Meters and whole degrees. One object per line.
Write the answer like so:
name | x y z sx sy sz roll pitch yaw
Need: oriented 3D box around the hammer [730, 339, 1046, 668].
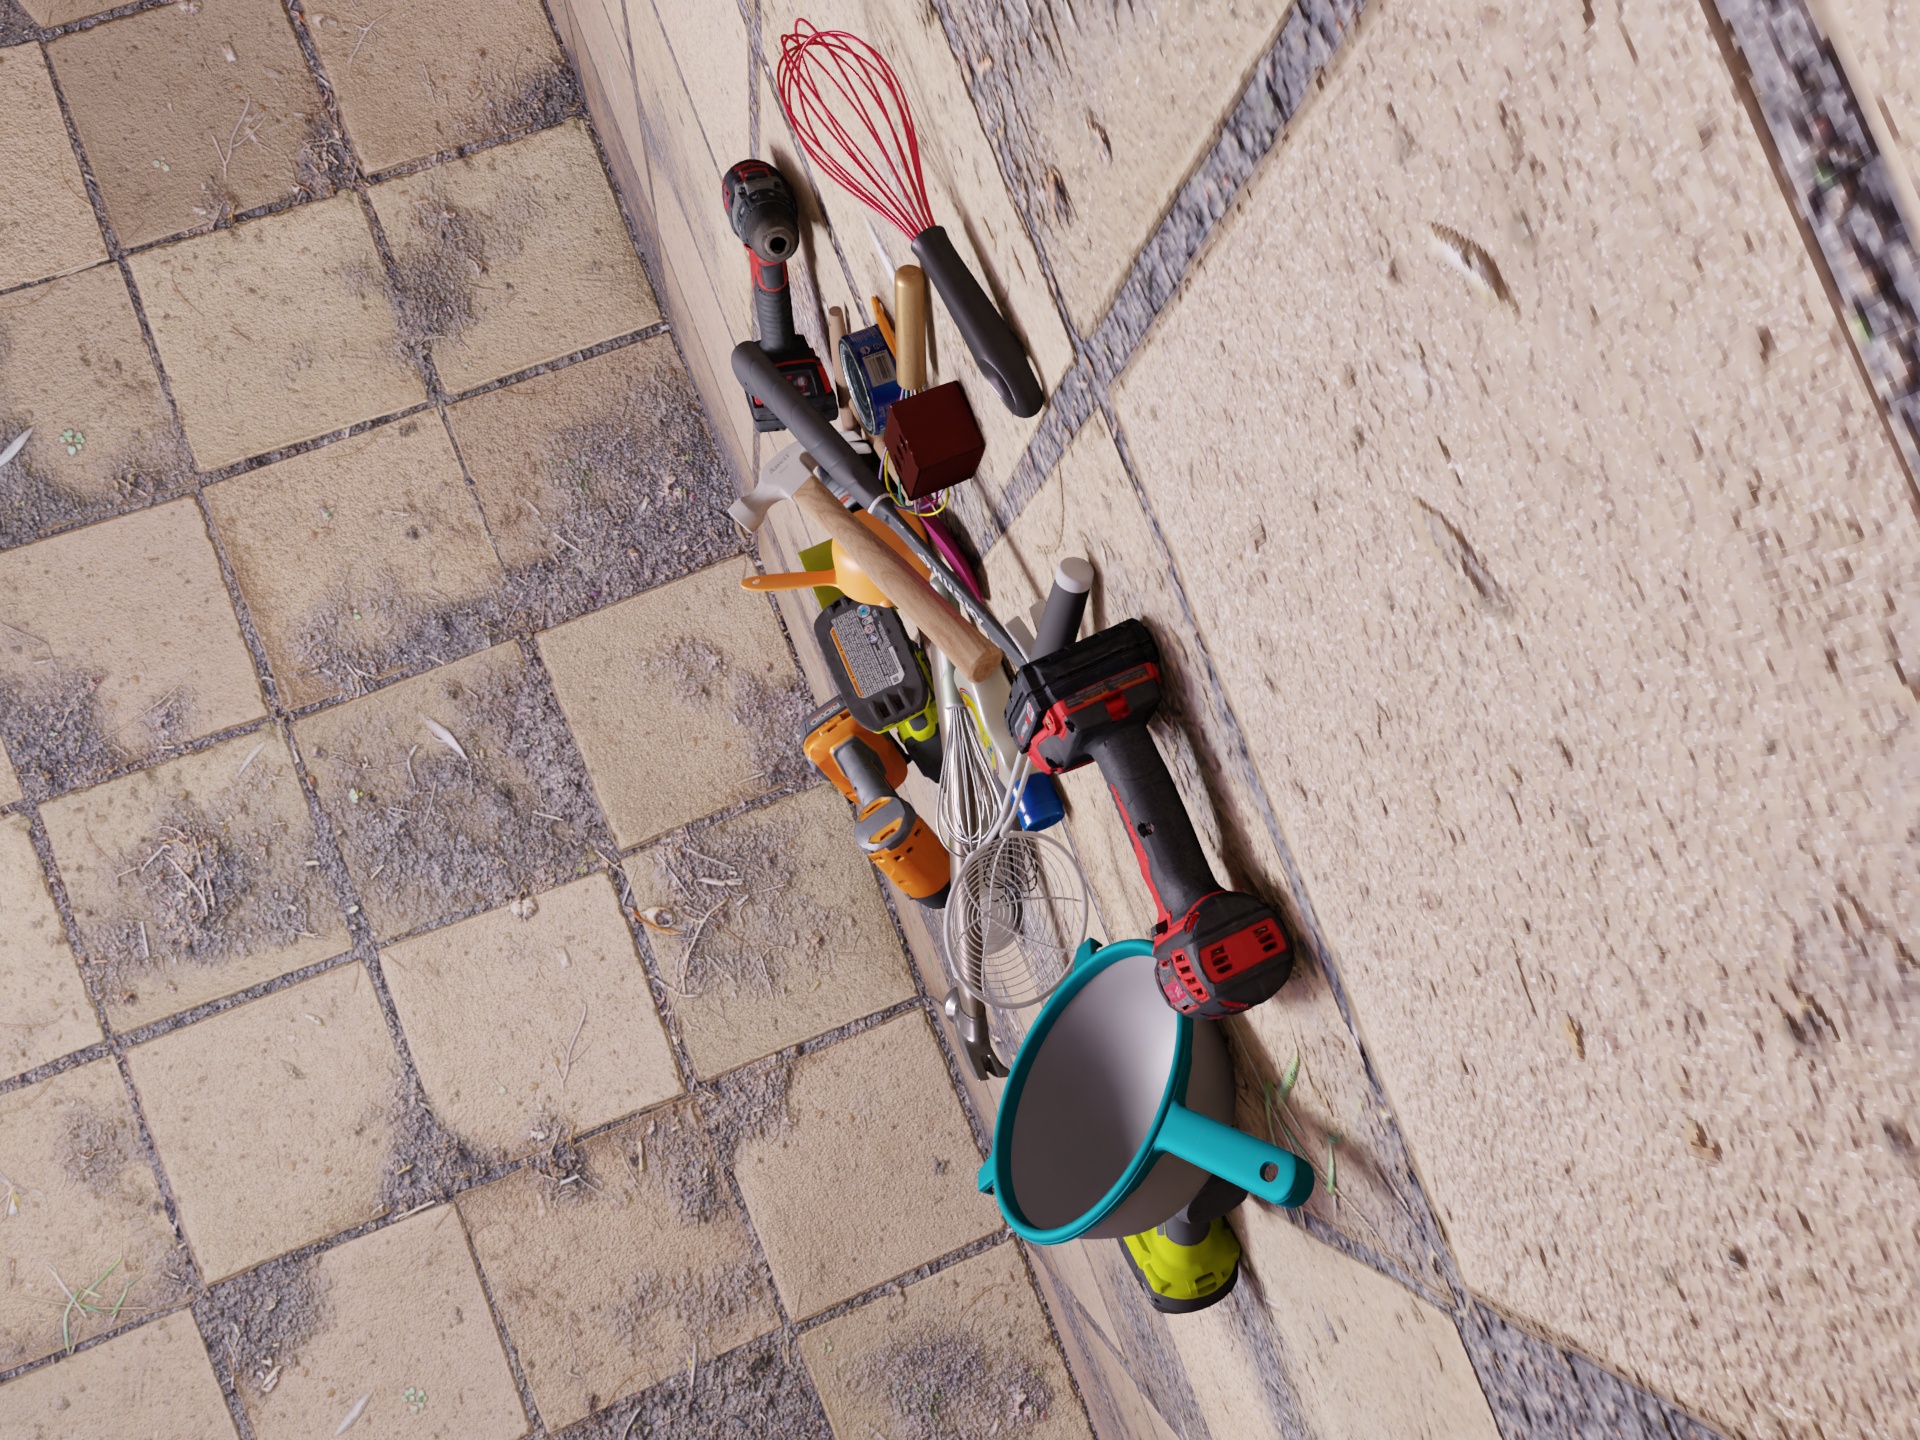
hammer | -0.050 -0.148 1.147 0.409 0.036 0.149 49 167 27

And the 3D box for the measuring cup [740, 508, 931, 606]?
measuring cup | -0.113 -0.146 1.414 0.052 0.173 0.095 86 177 -47

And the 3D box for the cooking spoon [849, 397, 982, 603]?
cooking spoon | -0.043 -0.199 1.358 0.068 0.017 0.319 57 -178 -44

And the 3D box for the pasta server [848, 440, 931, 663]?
pasta server | -0.057 -0.132 1.537 0.060 0.040 0.316 -78 -33 -84

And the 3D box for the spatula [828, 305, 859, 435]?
spatula | -0.108 -0.295 1.534 0.315 0.018 0.060 88 160 -66

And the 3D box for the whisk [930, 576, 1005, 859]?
whisk | -0.002 -0.004 1.350 0.058 0.059 0.246 139 124 -77

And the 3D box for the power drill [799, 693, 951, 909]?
power drill | -0.070 0.091 1.597 0.164 0.084 0.227 52 -176 -43

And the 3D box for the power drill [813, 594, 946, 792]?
power drill | -0.058 -0.026 1.565 0.171 0.080 0.223 65 -175 21

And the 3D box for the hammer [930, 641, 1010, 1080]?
hammer | 0.005 0.125 1.448 0.146 0.038 0.410 -126 30 -68

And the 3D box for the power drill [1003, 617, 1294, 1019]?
power drill | 0.107 0.066 0.902 0.143 0.078 0.220 101 144 -74

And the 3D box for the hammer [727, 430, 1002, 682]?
hammer | -0.070 -0.139 1.344 0.332 0.130 0.031 45 -177 36

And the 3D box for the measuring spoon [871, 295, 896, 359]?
measuring spoon | -0.049 -0.294 1.227 0.021 0.011 0.117 84 167 -50

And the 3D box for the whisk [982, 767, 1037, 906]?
whisk | 0.043 0.094 1.430 0.238 0.055 0.055 87 161 -51

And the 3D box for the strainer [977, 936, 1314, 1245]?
strainer | 0.142 0.261 1.008 0.095 0.211 0.340 29 169 -21

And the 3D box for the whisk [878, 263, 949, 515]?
whisk | -0.031 -0.235 1.173 0.047 0.051 0.244 42 155 24

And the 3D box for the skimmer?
skimmer | 0.060 0.053 1.053 0.090 0.127 0.363 47 144 29

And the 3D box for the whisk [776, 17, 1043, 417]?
whisk | -0.028 -0.301 0.946 0.296 0.073 0.073 60 169 13

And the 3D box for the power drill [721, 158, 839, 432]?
power drill | -0.166 -0.380 1.445 0.188 0.080 0.226 -113 15 -55

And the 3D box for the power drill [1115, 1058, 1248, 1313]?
power drill | 0.152 0.332 1.223 0.191 0.080 0.228 -121 17 -44
